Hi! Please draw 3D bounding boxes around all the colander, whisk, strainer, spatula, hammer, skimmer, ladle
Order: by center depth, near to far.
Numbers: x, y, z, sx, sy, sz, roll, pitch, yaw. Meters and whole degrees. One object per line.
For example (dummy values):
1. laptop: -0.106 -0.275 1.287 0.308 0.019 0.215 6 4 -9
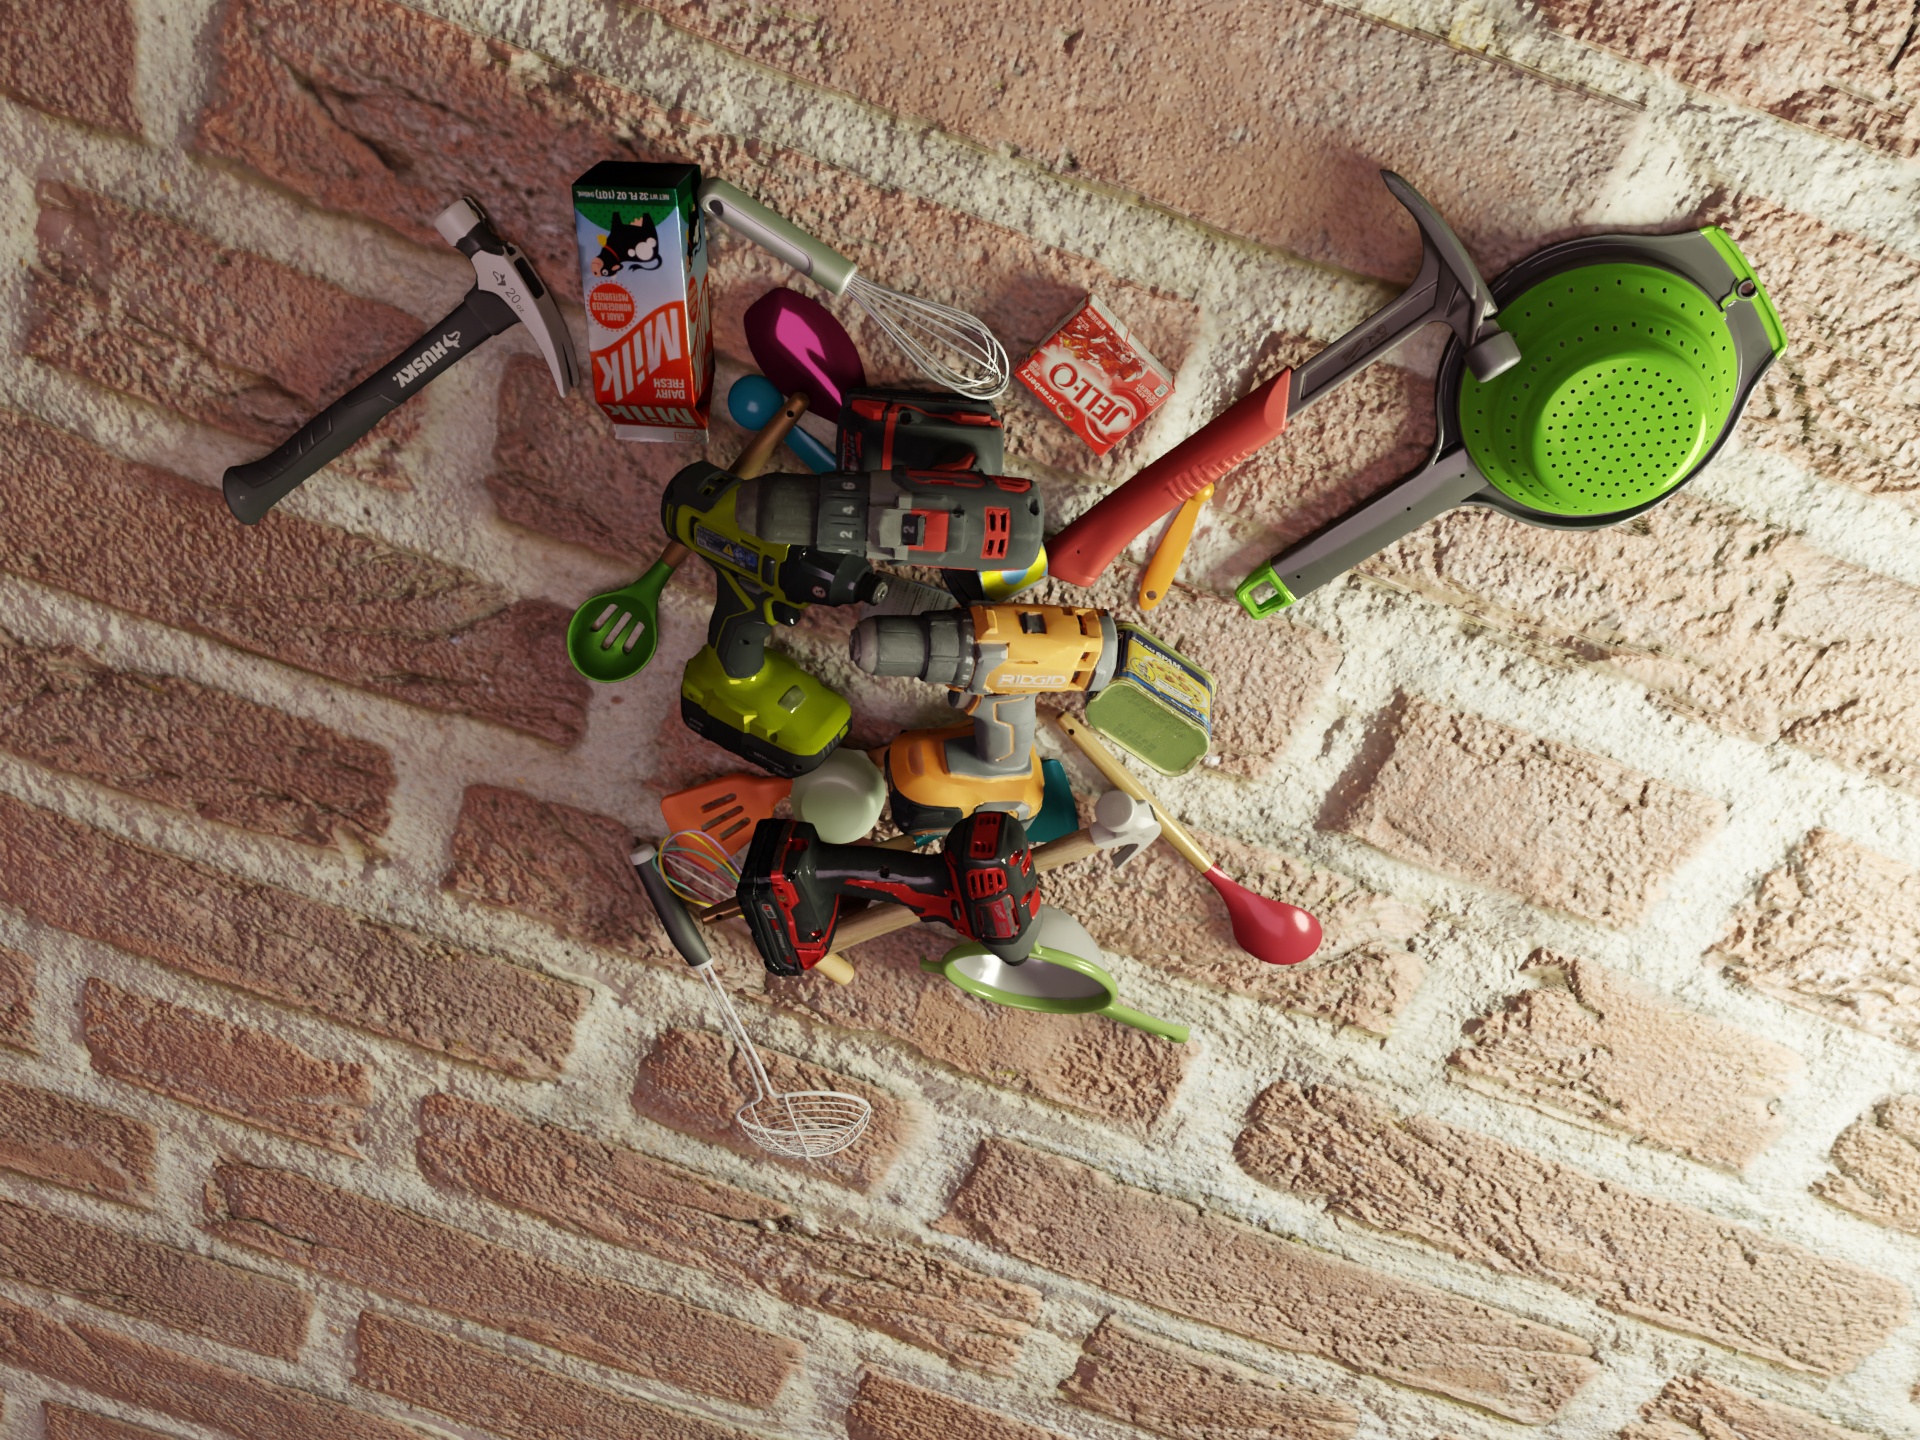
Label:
1. colander: 0.358 -0.164 1.072 0.397 0.095 0.204 -33 111 25
2. whisk: -0.071 -0.295 1.086 0.246 0.059 0.057 31 146 -9
3. hammer: 0.189 -0.208 1.093 0.359 0.036 0.149 -33 86 31
4. hammer: -0.434 -0.237 1.193 0.335 0.035 0.146 -28 113 24
5. hammer: 0.007 0.135 1.291 0.331 0.031 0.130 -22 160 17
6. spatula: -0.060 0.111 1.303 0.317 0.044 0.082 -20 117 -8
7. spatula: -0.091 0.044 1.307 0.322 0.041 0.081 -18 114 18
8. ladle: 0.187 0.102 1.308 0.069 0.031 0.315 -36 108 29
9. whisk: -0.175 0.169 1.363 0.051 0.047 0.244 -34 130 17
10. strainer: 0.104 0.213 1.370 0.256 0.069 0.151 26 150 -29
11. skimmer: -0.201 0.260 1.467 0.127 0.090 0.363 -18 107 22

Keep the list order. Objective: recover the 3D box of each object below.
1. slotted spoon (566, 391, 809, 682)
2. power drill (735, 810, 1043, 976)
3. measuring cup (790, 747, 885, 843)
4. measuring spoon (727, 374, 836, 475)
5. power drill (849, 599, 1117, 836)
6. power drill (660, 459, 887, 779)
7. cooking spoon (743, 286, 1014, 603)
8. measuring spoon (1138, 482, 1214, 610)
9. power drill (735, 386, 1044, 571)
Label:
1. slotted spoon: -0.206 -0.137 1.211 0.070 0.031 0.313 37 123 -14
2. power drill: -0.047 0.136 1.211 0.219 0.079 0.143 -3 133 13
3. measuring cup: -0.139 0.042 1.278 0.167 0.038 0.083 29 115 -10
4. measuring spoon: -0.120 -0.201 1.170 0.128 0.021 0.042 41 119 -14
5. power drill: -0.002 -0.004 1.167 0.185 0.084 0.226 0 144 -15
6. power drill: -0.137 -0.067 1.175 0.171 0.080 0.223 27 139 15
7. cooking spoon: -0.045 -0.182 1.172 0.069 0.017 0.318 -32 112 21
8. measuring spoon: 0.158 -0.128 1.176 0.021 0.011 0.116 20 123 -4
9. power drill: -0.048 -0.157 1.048 0.188 0.227 0.080 3 113 -5
